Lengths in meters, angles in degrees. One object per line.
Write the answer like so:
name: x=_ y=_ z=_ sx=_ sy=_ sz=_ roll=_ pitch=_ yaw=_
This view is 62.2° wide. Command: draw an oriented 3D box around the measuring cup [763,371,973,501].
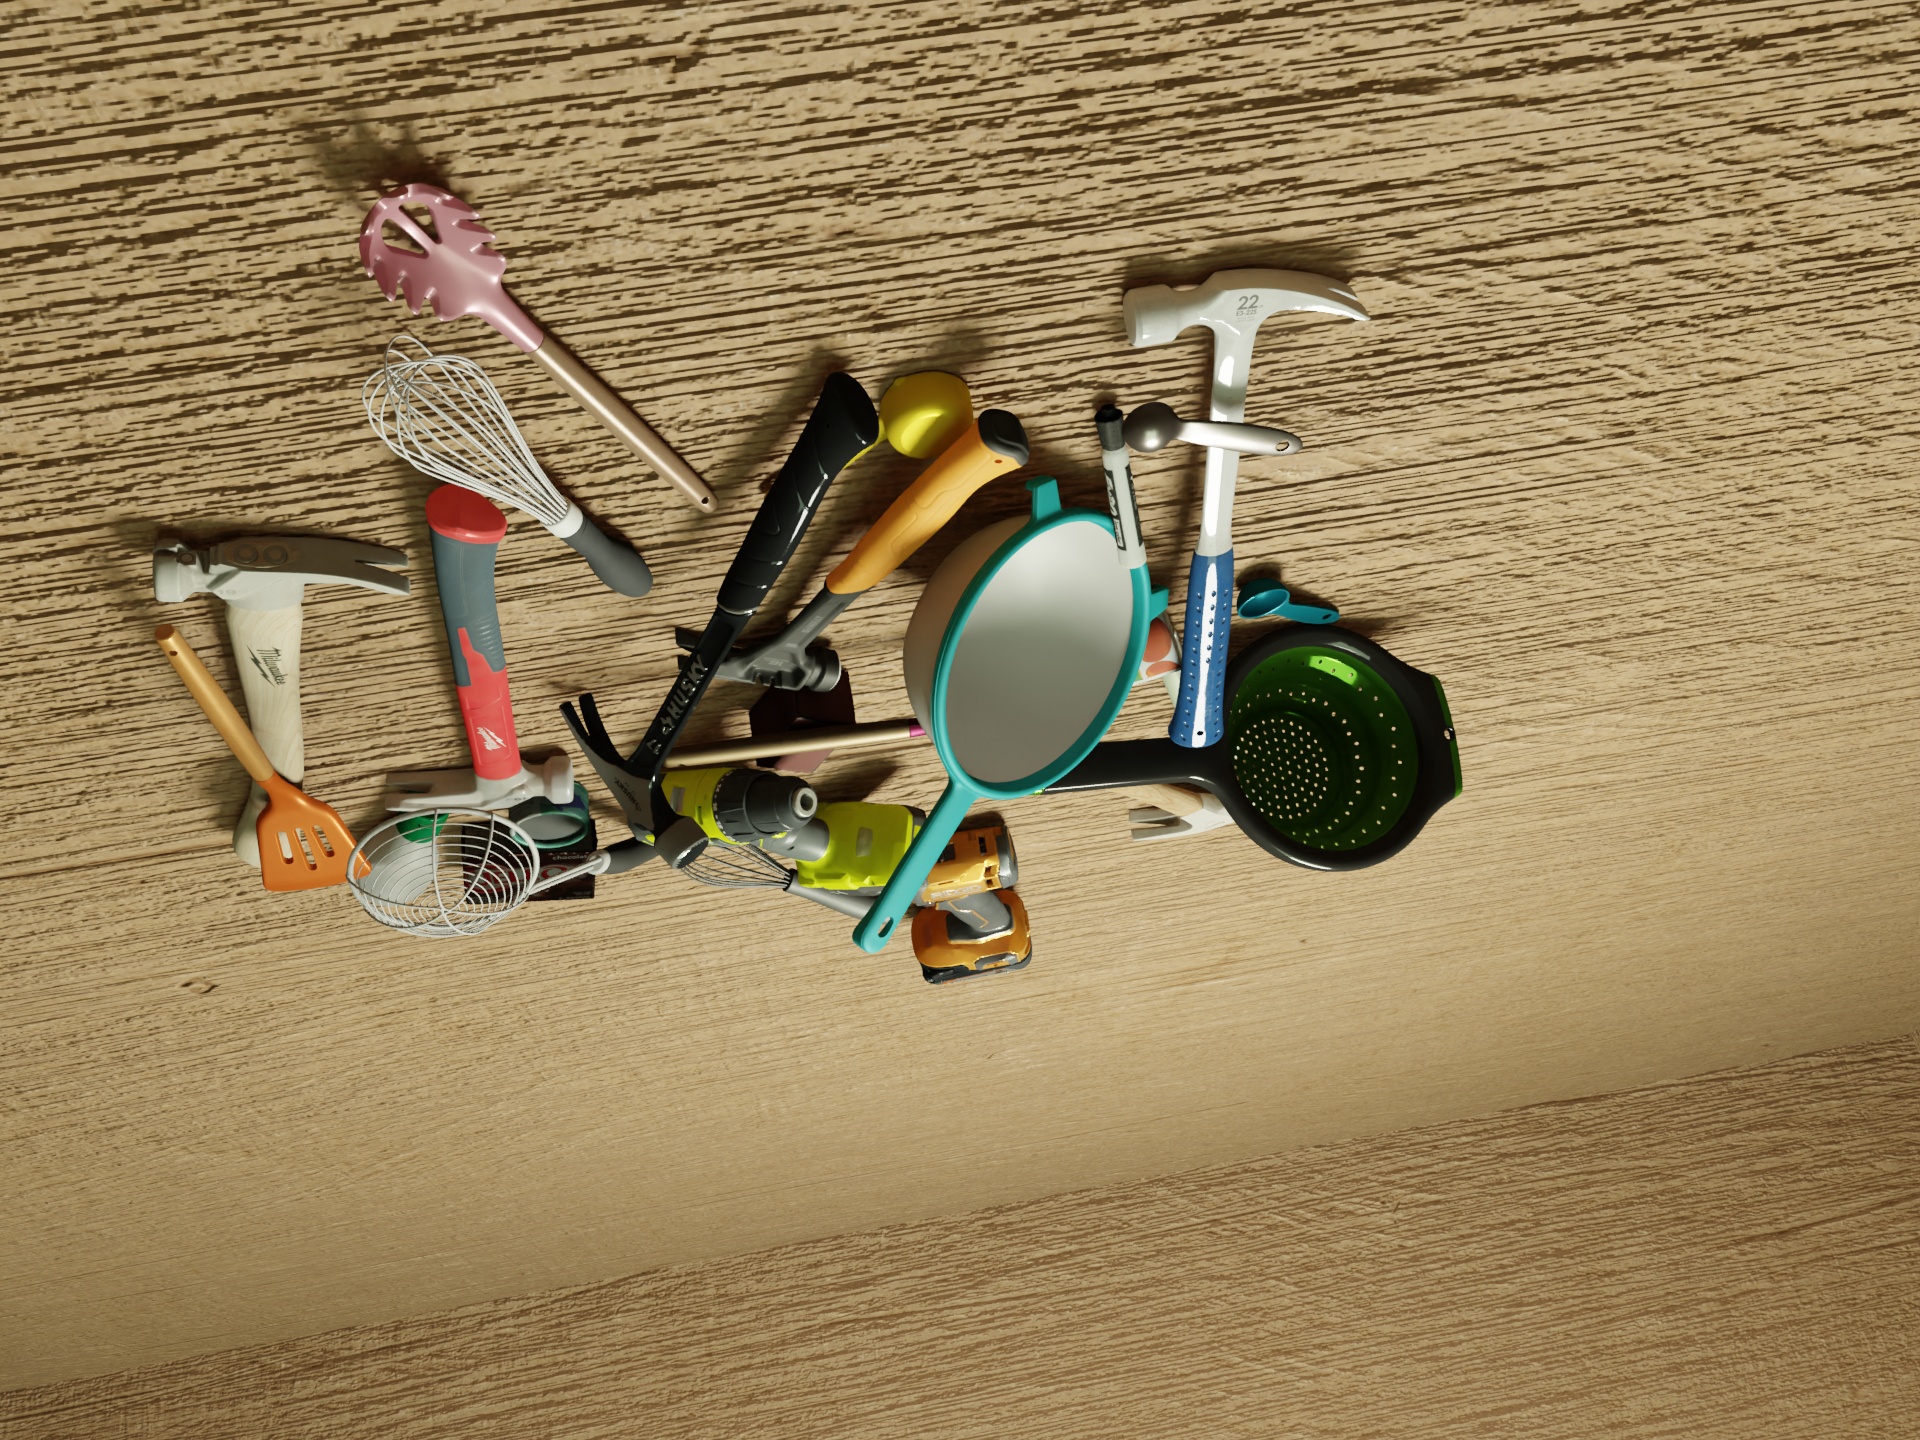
measuring cup: x=-0.060 y=-0.164 z=0.994 sx=0.156 sy=0.029 sz=0.062 roll=-27 pitch=148 yaw=23

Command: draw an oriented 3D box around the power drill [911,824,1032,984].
power drill: x=-0.025 y=0.186 z=1.584 sx=0.185 sy=0.084 sz=0.226 roll=-12 pitch=147 yaw=4

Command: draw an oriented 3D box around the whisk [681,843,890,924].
whisk: x=-0.154 y=0.145 z=1.445 sx=0.238 sy=0.055 sz=0.055 roll=22 pitch=138 yaw=-26

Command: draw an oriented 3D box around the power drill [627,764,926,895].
power drill: x=-0.135 y=0.088 z=1.319 sx=0.190 sy=0.080 sz=0.228 roll=-5 pitch=162 yaw=41

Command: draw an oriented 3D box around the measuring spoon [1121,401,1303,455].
measuring spoon: x=0.157 y=-0.171 z=0.971 sx=0.124 sy=0.018 sz=0.034 roll=3 pitch=136 yaw=-20

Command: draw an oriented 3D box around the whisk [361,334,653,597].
whisk: x=-0.255 y=-0.135 z=0.947 sx=0.070 sy=0.070 sz=0.284 roll=-18 pitch=156 yaw=11

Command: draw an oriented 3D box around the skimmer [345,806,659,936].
skimmer: x=-0.326 y=0.096 z=1.238 sx=0.127 sy=0.090 sz=0.363 roll=-35 pitch=175 yaw=15

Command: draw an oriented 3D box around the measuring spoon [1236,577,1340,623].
measuring spoon: x=0.261 y=-0.095 z=1.259 sx=0.128 sy=0.021 sz=0.042 roll=6 pitch=147 yaw=-46

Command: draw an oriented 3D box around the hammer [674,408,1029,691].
hammer: x=-0.068 y=-0.106 z=1.056 sx=0.127 sy=0.034 sz=0.337 roll=8 pitch=152 yaw=-33

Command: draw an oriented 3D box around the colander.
colander: x=0.207 y=0.036 z=1.294 sx=0.397 sy=0.205 sz=0.094 roll=-4 pitch=167 yaw=-16

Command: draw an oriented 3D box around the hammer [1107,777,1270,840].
hammer: x=0.137 y=0.052 z=1.442 sx=0.331 sy=0.031 sz=0.130 roll=20 pitch=144 yaw=-41

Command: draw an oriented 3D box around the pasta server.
pasta server: x=-0.217 y=-0.191 z=0.881 sx=0.060 sy=0.040 sz=0.316 roll=-43 pitch=148 yaw=2

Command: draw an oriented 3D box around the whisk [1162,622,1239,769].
whisk: x=0.194 y=-0.013 z=1.344 sx=0.059 sy=0.058 sz=0.246 roll=10 pitch=155 yaw=25

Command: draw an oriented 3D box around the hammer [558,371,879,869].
hammer: x=-0.158 y=-0.069 z=1.059 sx=0.036 sy=0.149 sz=0.408 roll=-30 pitch=162 yaw=-48

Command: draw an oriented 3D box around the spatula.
spatula: x=-0.489 y=0.033 z=1.099 sx=0.081 sy=0.041 sz=0.322 roll=-9 pitch=152 yaw=-9

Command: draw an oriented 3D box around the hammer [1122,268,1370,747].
hammer: x=0.177 y=-0.125 z=1.071 sx=0.144 sy=0.035 sz=0.405 roll=-10 pitch=139 yaw=-5

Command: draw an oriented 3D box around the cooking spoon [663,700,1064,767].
cooking spoon: x=-0.065 y=0.008 z=1.199 sx=0.319 sy=0.017 sz=0.068 roll=-7 pitch=168 yaw=-7

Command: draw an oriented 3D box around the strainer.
strainer: x=-0.002 y=-0.004 z=1.108 sx=0.210 sy=0.095 sz=0.340 roll=33 pitch=88 yaw=-51

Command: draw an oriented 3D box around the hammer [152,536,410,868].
hammer: x=-0.478 y=0.003 z=1.132 sx=0.146 sy=0.038 sz=0.410 roll=0 pitch=150 yaw=-22

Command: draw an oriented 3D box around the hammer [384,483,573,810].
hammer: x=-0.348 y=-0.034 z=1.099 sx=0.143 sy=0.038 sz=0.386 roll=-3 pitch=152 yaw=-13
